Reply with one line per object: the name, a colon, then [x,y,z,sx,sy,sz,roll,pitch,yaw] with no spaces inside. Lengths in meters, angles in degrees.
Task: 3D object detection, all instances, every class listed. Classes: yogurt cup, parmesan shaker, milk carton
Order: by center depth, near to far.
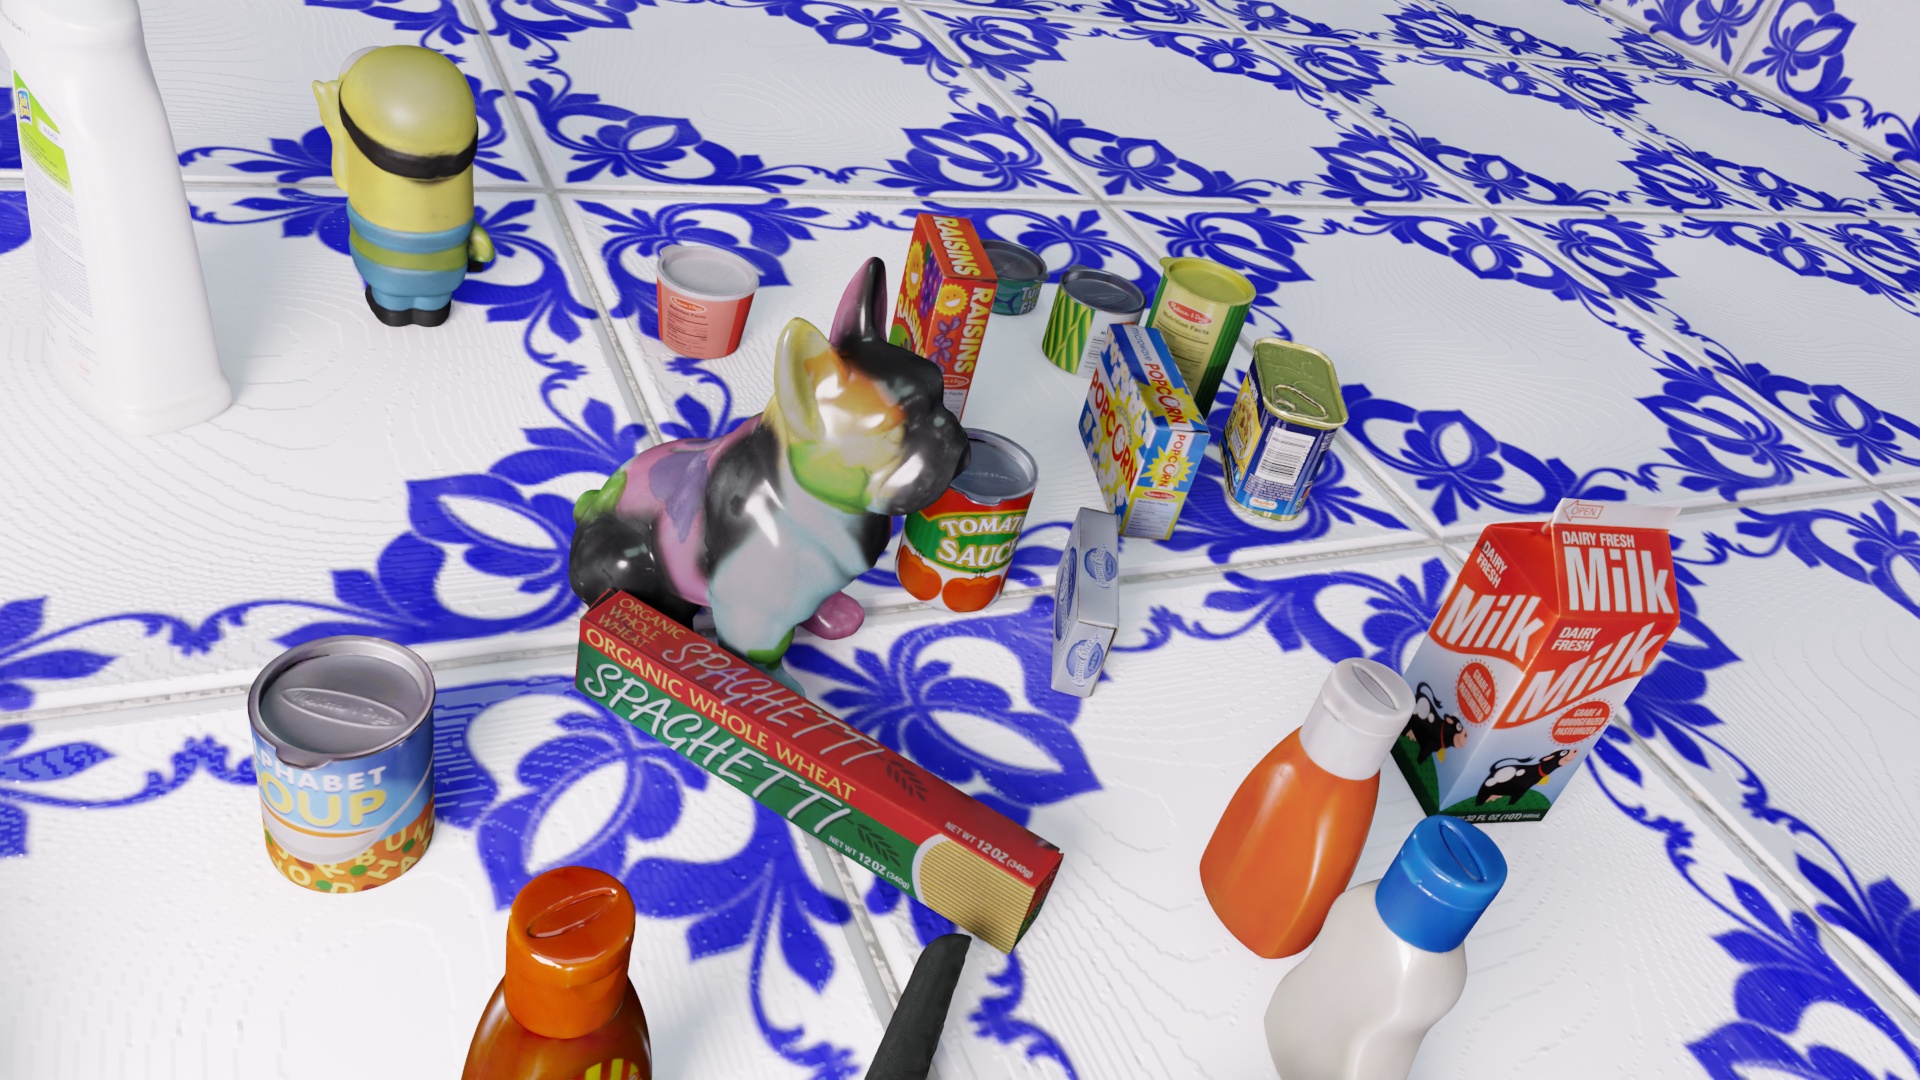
milk carton: [0.292,0.056,0.710,0.072,0.189,0.074,3,38,-17]
yogurt cup: [-0.172,-0.158,0.932,0.072,0.053,0.073,10,37,-8]
parmesan shaker: [0.160,-0.142,0.992,0.071,0.102,0.072,10,37,-8]

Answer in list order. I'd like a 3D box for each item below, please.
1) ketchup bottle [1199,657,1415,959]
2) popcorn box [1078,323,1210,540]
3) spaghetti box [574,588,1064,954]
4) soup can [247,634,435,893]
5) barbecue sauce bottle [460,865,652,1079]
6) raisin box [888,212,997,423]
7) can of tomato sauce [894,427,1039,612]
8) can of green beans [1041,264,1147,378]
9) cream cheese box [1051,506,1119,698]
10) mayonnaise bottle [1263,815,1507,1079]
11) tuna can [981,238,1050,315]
ketchup bottle: [0.153,0.117,0.614,0.044,0.148,0.065,-8,42,-28]
popcorn box: [0.116,-0.073,0.900,0.038,0.084,0.127,5,38,-14]
spaghetti box: [-0.072,0.102,0.634,0.250,0.049,0.029,28,38,16]
soup can: [-0.246,0.092,0.555,0.071,0.083,0.072,10,37,-8]
barbecue sauce bottle: [-0.129,0.165,0.448,0.065,0.147,0.044,-18,48,-37]
raisin box: [-0.015,-0.138,0.905,0.040,0.122,0.086,3,38,-17]
can of tomato sauce: [0.003,-0.010,0.779,0.071,0.082,0.071,10,37,-8]
can of green beans: [0.099,-0.161,1.032,0.071,0.057,0.071,10,37,-8]
cream cheese box: [0.069,0.033,0.772,0.024,0.053,0.104,13,37,-4]
mayonnaise bottle: [0.168,0.171,0.550,0.041,0.147,0.065,0,39,-20]
tuna can: [0.034,-0.205,1.086,0.071,0.032,0.071,10,37,-8]
